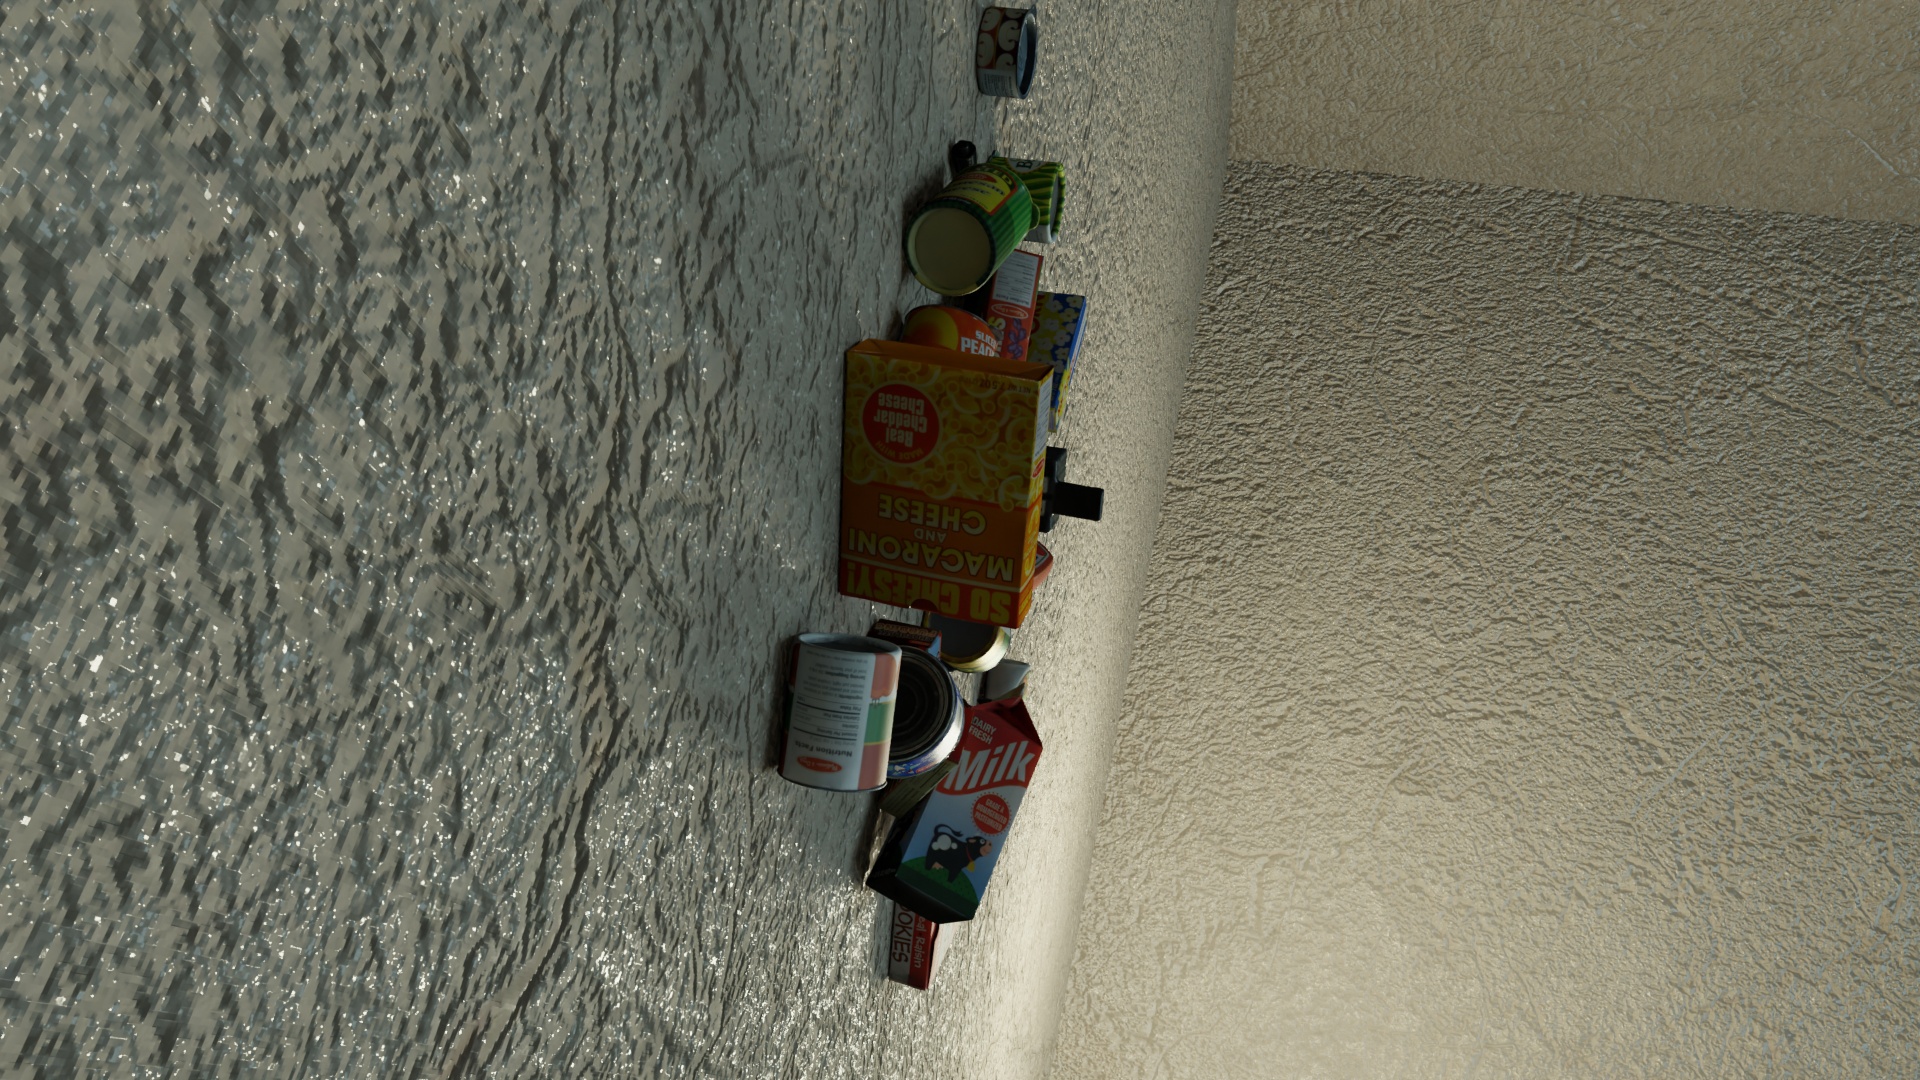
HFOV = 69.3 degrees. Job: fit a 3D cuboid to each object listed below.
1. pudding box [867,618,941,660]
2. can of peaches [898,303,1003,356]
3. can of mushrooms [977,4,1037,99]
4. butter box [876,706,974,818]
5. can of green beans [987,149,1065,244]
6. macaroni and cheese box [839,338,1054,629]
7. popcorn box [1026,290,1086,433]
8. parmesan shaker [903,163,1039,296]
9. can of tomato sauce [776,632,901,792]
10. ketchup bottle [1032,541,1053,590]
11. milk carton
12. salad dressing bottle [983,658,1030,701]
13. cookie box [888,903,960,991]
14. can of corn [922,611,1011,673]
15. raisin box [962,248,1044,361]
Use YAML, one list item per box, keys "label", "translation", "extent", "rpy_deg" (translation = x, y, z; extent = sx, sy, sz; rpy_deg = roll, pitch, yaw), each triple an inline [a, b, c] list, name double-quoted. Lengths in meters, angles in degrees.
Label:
- label: "pudding box"
  translation: [-0.041, 0.102, 1.012]
  extent: [0.030, 0.050, 0.083]
  rpy_deg: [-57, 153, -59]
- label: "can of peaches"
  translation: [-0.011, -0.118, 0.940]
  extent: [0.071, 0.071, 0.058]
  rpy_deg: [73, 30, -63]
- label: "can of mushrooms"
  translation: [0.037, -0.374, 1.058]
  extent: [0.071, 0.033, 0.071]
  rpy_deg: [8, 92, -77]
- label: "butter box"
  translation: [-0.028, 0.169, 1.070]
  extent: [0.103, 0.024, 0.053]
  rpy_deg: [-50, -166, 45]
- label: "can of green beans"
  translation: [0.051, -0.278, 1.134]
  extent: [0.071, 0.058, 0.071]
  rpy_deg: [7, 92, -78]
- label: "macaroni and cheese box"
  translation: [-0.012, -0.035, 0.874]
  extent: [0.040, 0.124, 0.165]
  rpy_deg: [-48, 146, -63]
- label: "popcorn box"
  translation: [0.052, -0.154, 1.165]
  extent: [0.038, 0.085, 0.127]
  rpy_deg: [82, 21, -55]
- label: "parmesan shaker"
  translation: [0.009, -0.216, 0.959]
  extent: [0.103, 0.071, 0.071]
  rpy_deg: [-60, 156, -58]
- label: "can of tomato sauce"
  translation: [-0.072, 0.102, 0.836]
  extent: [0.071, 0.071, 0.083]
  rpy_deg: [-13, 111, -77]
- label: "ketchup bottle"
  translation: [0.032, 0.034, 1.275]
  extent: [0.149, 0.065, 0.043]
  rpy_deg: [-36, 154, -61]
- label: "milk carton"
  translation: [0.004, 0.202, 1.113]
  extent: [0.072, 0.073, 0.191]
  rpy_deg: [-39, -157, 60]
- label: "salad dressing bottle"
  translation: [0.041, 0.199, 1.462]
  extent: [0.064, 0.044, 0.147]
  rpy_deg: [-1, 100, -76]
- label: "cookie box"
  translation: [-0.019, 0.312, 1.280]
  extent: [0.168, 0.040, 0.122]
  rpy_deg: [-47, 144, -68]
- label: "can of corn"
  translation: [0.004, 0.077, 1.164]
  extent: [0.058, 0.071, 0.071]
  rpy_deg: [52, 49, -73]
- label: "raisin box"
  translation: [0.024, -0.156, 1.074]
  extent: [0.086, 0.040, 0.123]
  rpy_deg: [169, -68, -74]
